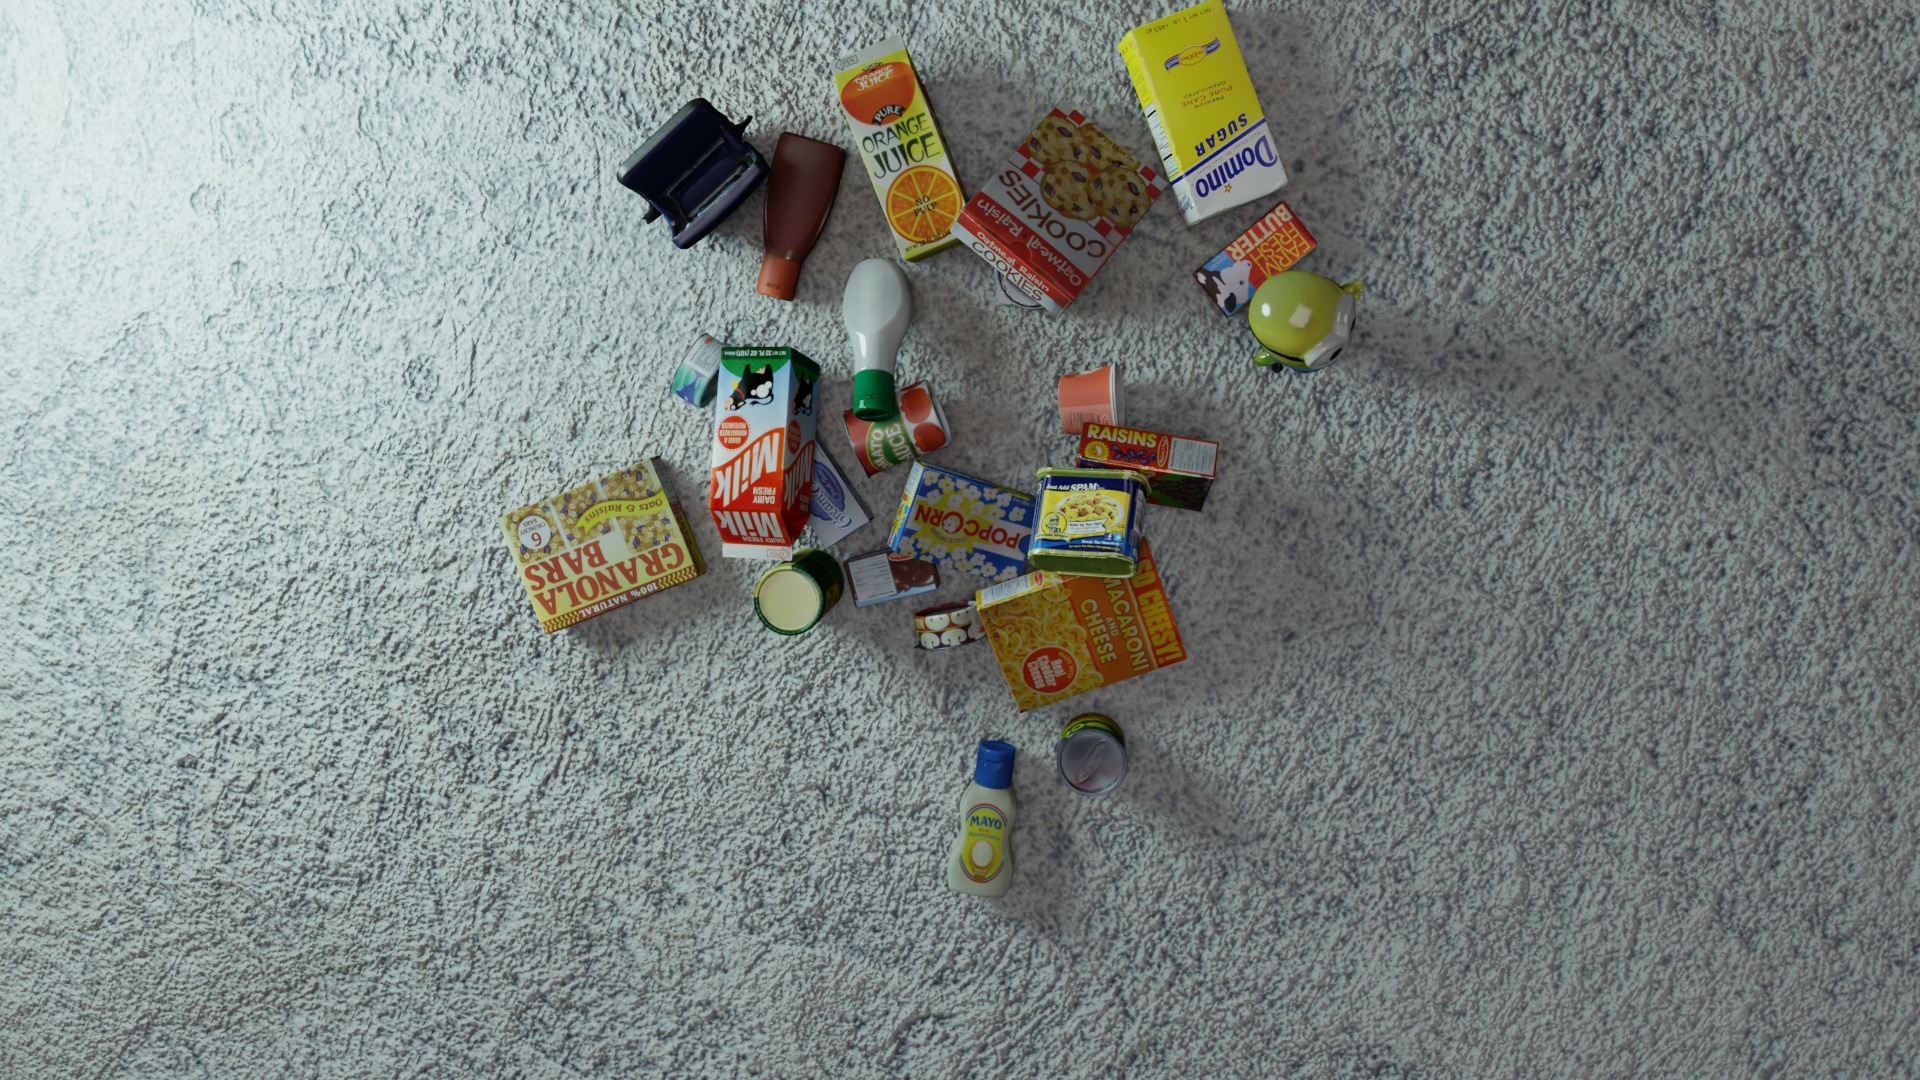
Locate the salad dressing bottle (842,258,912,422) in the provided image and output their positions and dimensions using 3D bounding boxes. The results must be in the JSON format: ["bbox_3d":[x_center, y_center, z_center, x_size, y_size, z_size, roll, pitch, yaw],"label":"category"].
[{"bbox_3d":[-0.077,-0.182,1.265,0.064,0.044,0.148,-5,71,18],"label":"salad dressing bottle"}]

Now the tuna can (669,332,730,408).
[{"bbox_3d":[-0.242,-0.157,1.305,0.033,0.071,0.071,32,100,0],"label":"tuna can"}]

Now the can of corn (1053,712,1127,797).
[{"bbox_3d":[0.123,0.202,1.321,0.071,0.058,0.071,1,98,6],"label":"can of corn"}]

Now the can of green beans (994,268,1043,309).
[{"bbox_3d":[0.066,-0.243,1.265,0.071,0.058,0.071,1,98,5],"label":"can of green beans"}]

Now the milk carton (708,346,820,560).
[{"bbox_3d":[-0.180,-0.078,1.278,0.072,0.073,0.190,2,84,16],"label":"milk carton"}]

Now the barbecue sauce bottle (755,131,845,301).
[{"bbox_3d":[-0.154,-0.298,1.287,0.065,0.044,0.148,17,100,3],"label":"barbecue sauce bottle"}]

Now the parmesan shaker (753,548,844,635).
[{"bbox_3d":[-0.152,0.050,1.304,0.071,0.103,0.071,1,99,5],"label":"parmesan shaker"}]

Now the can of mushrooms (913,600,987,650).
[{"bbox_3d":[-0.013,0.081,1.313,0.071,0.071,0.033,-11,97,7],"label":"can of mushrooms"}]

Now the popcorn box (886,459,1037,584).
[{"bbox_3d":[0.005,-0.016,1.291,0.127,0.038,0.085,16,100,-20],"label":"popcorn box"}]

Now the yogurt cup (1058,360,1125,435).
[{"bbox_3d":[0.121,-0.126,1.275,0.054,0.072,0.072,-3,98,14],"label":"yogurt cup"}]

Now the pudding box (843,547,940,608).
[{"bbox_3d":[-0.065,0.032,1.330,0.084,0.030,0.049,-14,95,7],"label":"pudding box"}]

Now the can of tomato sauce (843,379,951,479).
[{"bbox_3d":[-0.058,-0.104,1.291,0.083,0.071,0.071,-21,96,8],"label":"can of tomato sauce"}]

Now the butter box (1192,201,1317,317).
[{"bbox_3d":[0.267,-0.255,1.262,0.103,0.024,0.053,-39,93,10],"label":"butter box"}]

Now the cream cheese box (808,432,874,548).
[{"bbox_3d":[-0.134,-0.049,1.329,0.053,0.024,0.103,-34,93,10],"label":"cream cheese box"}]

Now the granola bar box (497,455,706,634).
[{"bbox_3d":[-0.347,0.004,1.349,0.165,0.039,0.124,-21,95,8],"label":"granola bar box"}]

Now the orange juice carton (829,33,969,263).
[{"bbox_3d":[-0.050,-0.354,1.254,0.072,0.073,0.192,-21,95,8],"label":"orange juice carton"}]

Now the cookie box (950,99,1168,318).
[{"bbox_3d":[0.088,-0.293,1.220,0.123,0.040,0.168,38,63,-1],"label":"cookie box"}]

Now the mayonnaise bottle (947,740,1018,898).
[{"bbox_3d":[0.026,0.270,1.349,0.065,0.041,0.147,8,99,6],"label":"mayonnaise bottle"}]

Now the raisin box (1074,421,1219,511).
[{"bbox_3d":[0.166,-0.066,1.264,0.123,0.086,0.040,10,72,4],"label":"raisin box"}]

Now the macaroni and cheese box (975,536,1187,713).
[{"bbox_3d":[0.113,0.079,1.297,0.166,0.040,0.123,-19,115,6],"label":"macaroni and cheese box"}]
